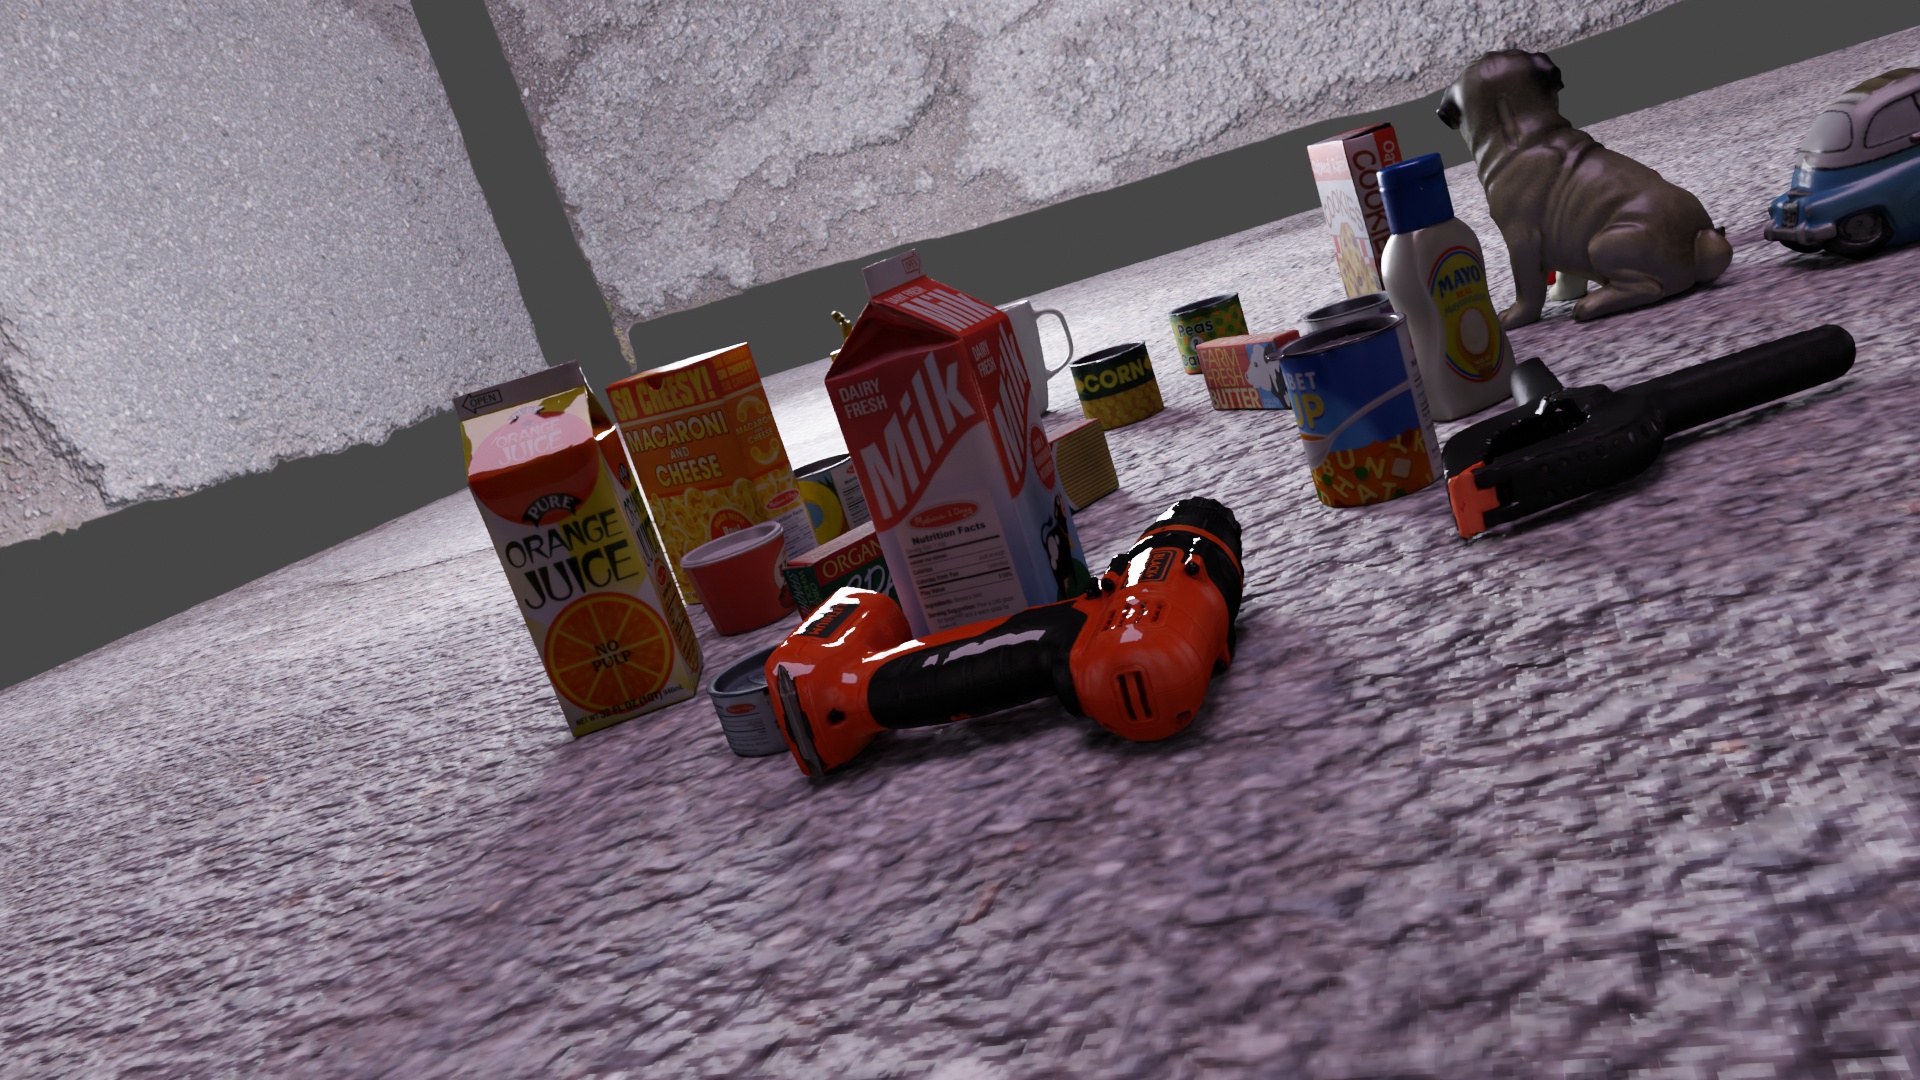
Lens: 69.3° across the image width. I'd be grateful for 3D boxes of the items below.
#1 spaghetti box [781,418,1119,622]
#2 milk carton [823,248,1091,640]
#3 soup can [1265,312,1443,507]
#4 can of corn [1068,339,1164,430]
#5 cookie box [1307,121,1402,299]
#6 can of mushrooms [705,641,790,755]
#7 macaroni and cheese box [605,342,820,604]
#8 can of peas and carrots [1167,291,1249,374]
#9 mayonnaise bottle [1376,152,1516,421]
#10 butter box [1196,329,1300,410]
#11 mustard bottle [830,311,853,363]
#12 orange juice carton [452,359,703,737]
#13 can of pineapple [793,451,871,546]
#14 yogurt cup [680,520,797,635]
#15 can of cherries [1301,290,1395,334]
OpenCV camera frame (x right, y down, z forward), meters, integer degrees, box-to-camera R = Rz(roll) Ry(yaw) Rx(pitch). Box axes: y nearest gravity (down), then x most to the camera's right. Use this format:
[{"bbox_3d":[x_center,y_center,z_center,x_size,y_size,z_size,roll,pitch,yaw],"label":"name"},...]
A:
[{"bbox_3d":[0.003,-0.011,0.841,0.251,0.050,0.028,-28,15,-37],"label":"spaghetti box"},{"bbox_3d":[-0.003,-0.041,0.654,0.073,0.190,0.072,-14,13,22],"label":"milk carton"},{"bbox_3d":[0.203,-0.066,0.713,0.071,0.083,0.071,-18,12,4],"label":"soup can"},{"bbox_3d":[0.129,-0.127,1.143,0.071,0.058,0.071,-18,12,4],"label":"can of corn"},{"bbox_3d":[0.312,-0.224,1.042,0.040,0.167,0.123,-17,12,6],"label":"cookie box"},{"bbox_3d":[-0.080,0.071,0.649,0.071,0.033,0.071,-18,12,4],"label":"can of mushrooms"},{"bbox_3d":[-0.168,-0.042,0.954,0.123,0.166,0.040,-7,16,43],"label":"macaroni and cheese box"},{"bbox_3d":[0.227,-0.188,1.263,0.071,0.058,0.071,-18,12,4],"label":"can of peas and carrots"},{"bbox_3d":[0.277,-0.147,0.805,0.065,0.147,0.041,-23,12,-18],"label":"mayonnaise bottle"},{"bbox_3d":[0.215,-0.124,1.016,0.024,0.053,0.103,-23,13,-20],"label":"butter box"},{"bbox_3d":[-0.069,-0.110,1.118,0.049,0.160,0.065,-26,14,-32],"label":"mustard bottle"},{"bbox_3d":[-0.210,0.001,0.768,0.072,0.192,0.073,-19,12,-3],"label":"orange juice carton"},{"bbox_3d":[-0.103,-0.030,1.061,0.071,0.057,0.071,-18,12,4],"label":"can of pineapple"},{"bbox_3d":[-0.137,0.025,0.880,0.072,0.054,0.072,-18,12,4],"label":"yogurt cup"},{"bbox_3d":[0.279,-0.137,0.969,0.071,0.058,0.071,-18,12,4],"label":"can of cherries"}]
